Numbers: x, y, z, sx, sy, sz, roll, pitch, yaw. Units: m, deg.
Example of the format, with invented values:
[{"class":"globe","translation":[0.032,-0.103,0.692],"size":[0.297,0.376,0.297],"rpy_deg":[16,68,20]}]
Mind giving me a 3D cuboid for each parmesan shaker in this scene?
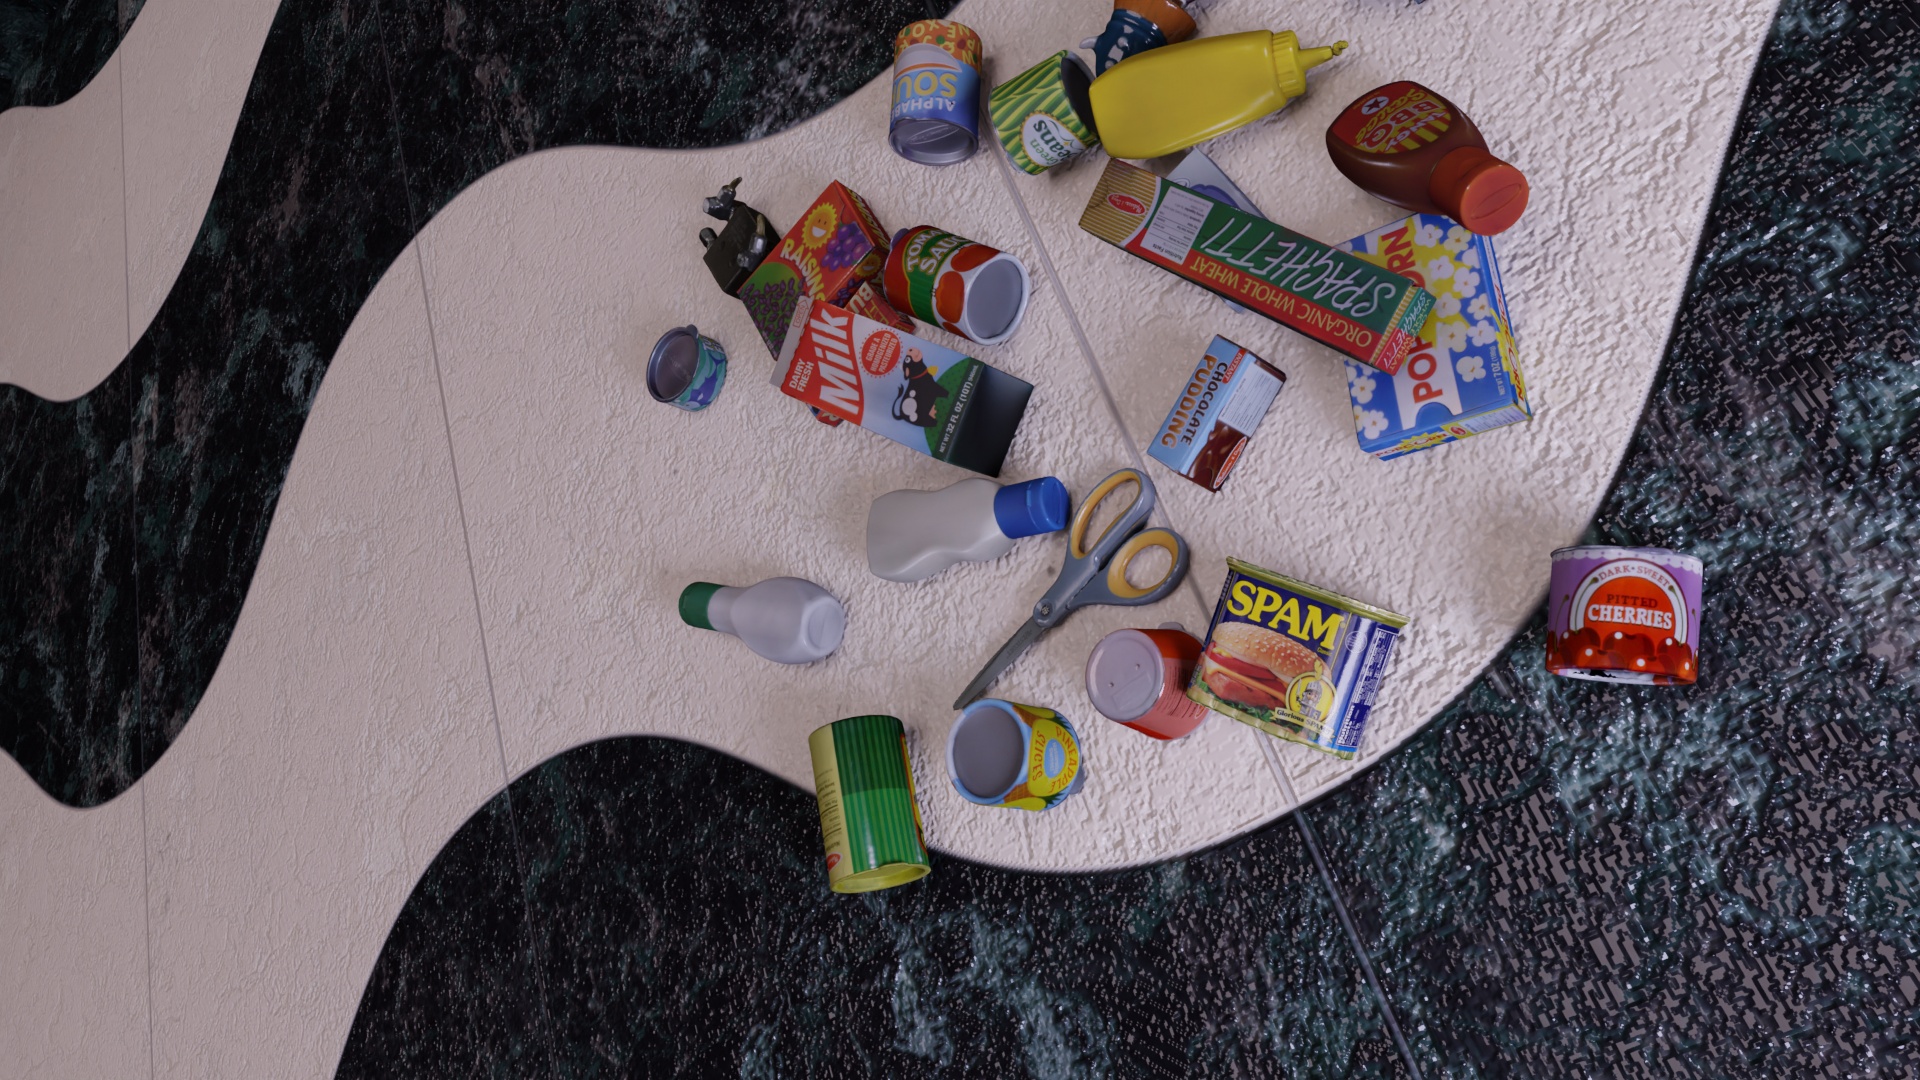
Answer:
[{"class":"parmesan shaker","translation":[-0.060,0.173,0.920],"size":[0.071,0.071,0.103],"rpy_deg":[-27,62,31]}]

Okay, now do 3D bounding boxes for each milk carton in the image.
[{"class":"milk carton","translation":[-0.054,-0.113,0.969],"size":[0.191,0.073,0.072],"rpy_deg":[24,96,30]}]

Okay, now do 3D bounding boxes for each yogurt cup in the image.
[{"class":"yogurt cup","translation":[0.110,0.082,0.818],"size":[0.072,0.054,0.072],"rpy_deg":[-10,73,37]}]

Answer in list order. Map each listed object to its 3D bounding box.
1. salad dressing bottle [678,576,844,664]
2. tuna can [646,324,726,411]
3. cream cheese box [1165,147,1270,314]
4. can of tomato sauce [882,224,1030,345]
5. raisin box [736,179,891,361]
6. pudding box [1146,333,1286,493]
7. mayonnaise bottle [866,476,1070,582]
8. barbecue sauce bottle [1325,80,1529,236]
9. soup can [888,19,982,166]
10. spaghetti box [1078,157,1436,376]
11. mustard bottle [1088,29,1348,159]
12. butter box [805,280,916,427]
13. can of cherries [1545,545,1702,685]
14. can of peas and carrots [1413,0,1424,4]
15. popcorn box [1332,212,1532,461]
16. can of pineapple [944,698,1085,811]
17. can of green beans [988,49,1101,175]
[{"class":"salad dressing bottle","translation":[-0.153,0.056,1.044],"size":[0.147,0.044,0.064],"rpy_deg":[7,84,41]},{"class":"tuna can","translation":[-0.229,-0.145,1.165],"size":[0.071,0.033,0.071],"rpy_deg":[-11,72,36]},{"class":"cream cheese box","translation":[0.162,-0.196,0.872],"size":[0.053,0.024,0.104],"rpy_deg":[-45,54,19]},{"class":"can of tomato sauce","translation":[-0.003,-0.180,0.970],"size":[0.083,0.071,0.071],"rpy_deg":[28,96,39]},{"class":"raisin box","translation":[-0.111,-0.206,1.083],"size":[0.123,0.040,0.086],"rpy_deg":[-44,54,20]},{"class":"pudding box","translation":[0.153,-0.075,0.829],"size":[0.030,0.049,0.083],"rpy_deg":[37,102,40]},{"class":"mayonnaise bottle","translation":[0.003,-0.012,0.939],"size":[0.148,0.041,0.065],"rpy_deg":[-12,69,35]},{"class":"barbecue sauce bottle","translation":[0.253,-0.205,0.748],"size":[0.065,0.043,0.149],"rpy_deg":[-32,31,9]},{"class":"soup can","translation":[-0.019,-0.331,1.023],"size":[0.071,0.071,0.084],"rpy_deg":[-8,73,37]},{"class":"spaghetti box","translation":[0.165,-0.165,0.814],"size":[0.251,0.029,0.050],"rpy_deg":[39,107,43]},{"class":"mustard bottle","translation":[0.164,-0.286,0.872],"size":[0.160,0.049,0.065],"rpy_deg":[-8,113,25]},{"class":"butter box","translation":[-0.083,-0.142,1.053],"size":[0.103,0.024,0.053],"rpy_deg":[-48,54,18]},{"class":"can of cherries","translation":[0.313,0.036,0.657],"size":[0.071,0.071,0.058],"rpy_deg":[1,79,39]},{"class":"can of peas and carrots","translation":[0.247,-0.355,0.822],"size":[0.059,0.071,0.071],"rpy_deg":[22,92,41]},{"class":"popcorn box","translation":[0.256,-0.116,0.766],"size":[0.085,0.038,0.127],"rpy_deg":[-17,67,33]},{"class":"can of pineapple","translation":[0.034,0.134,0.862],"size":[0.071,0.058,0.071],"rpy_deg":[-11,71,36]},{"class":"can of green beans","translation":[0.062,-0.293,0.951],"size":[0.057,0.071,0.071],"rpy_deg":[-20,67,33]}]
